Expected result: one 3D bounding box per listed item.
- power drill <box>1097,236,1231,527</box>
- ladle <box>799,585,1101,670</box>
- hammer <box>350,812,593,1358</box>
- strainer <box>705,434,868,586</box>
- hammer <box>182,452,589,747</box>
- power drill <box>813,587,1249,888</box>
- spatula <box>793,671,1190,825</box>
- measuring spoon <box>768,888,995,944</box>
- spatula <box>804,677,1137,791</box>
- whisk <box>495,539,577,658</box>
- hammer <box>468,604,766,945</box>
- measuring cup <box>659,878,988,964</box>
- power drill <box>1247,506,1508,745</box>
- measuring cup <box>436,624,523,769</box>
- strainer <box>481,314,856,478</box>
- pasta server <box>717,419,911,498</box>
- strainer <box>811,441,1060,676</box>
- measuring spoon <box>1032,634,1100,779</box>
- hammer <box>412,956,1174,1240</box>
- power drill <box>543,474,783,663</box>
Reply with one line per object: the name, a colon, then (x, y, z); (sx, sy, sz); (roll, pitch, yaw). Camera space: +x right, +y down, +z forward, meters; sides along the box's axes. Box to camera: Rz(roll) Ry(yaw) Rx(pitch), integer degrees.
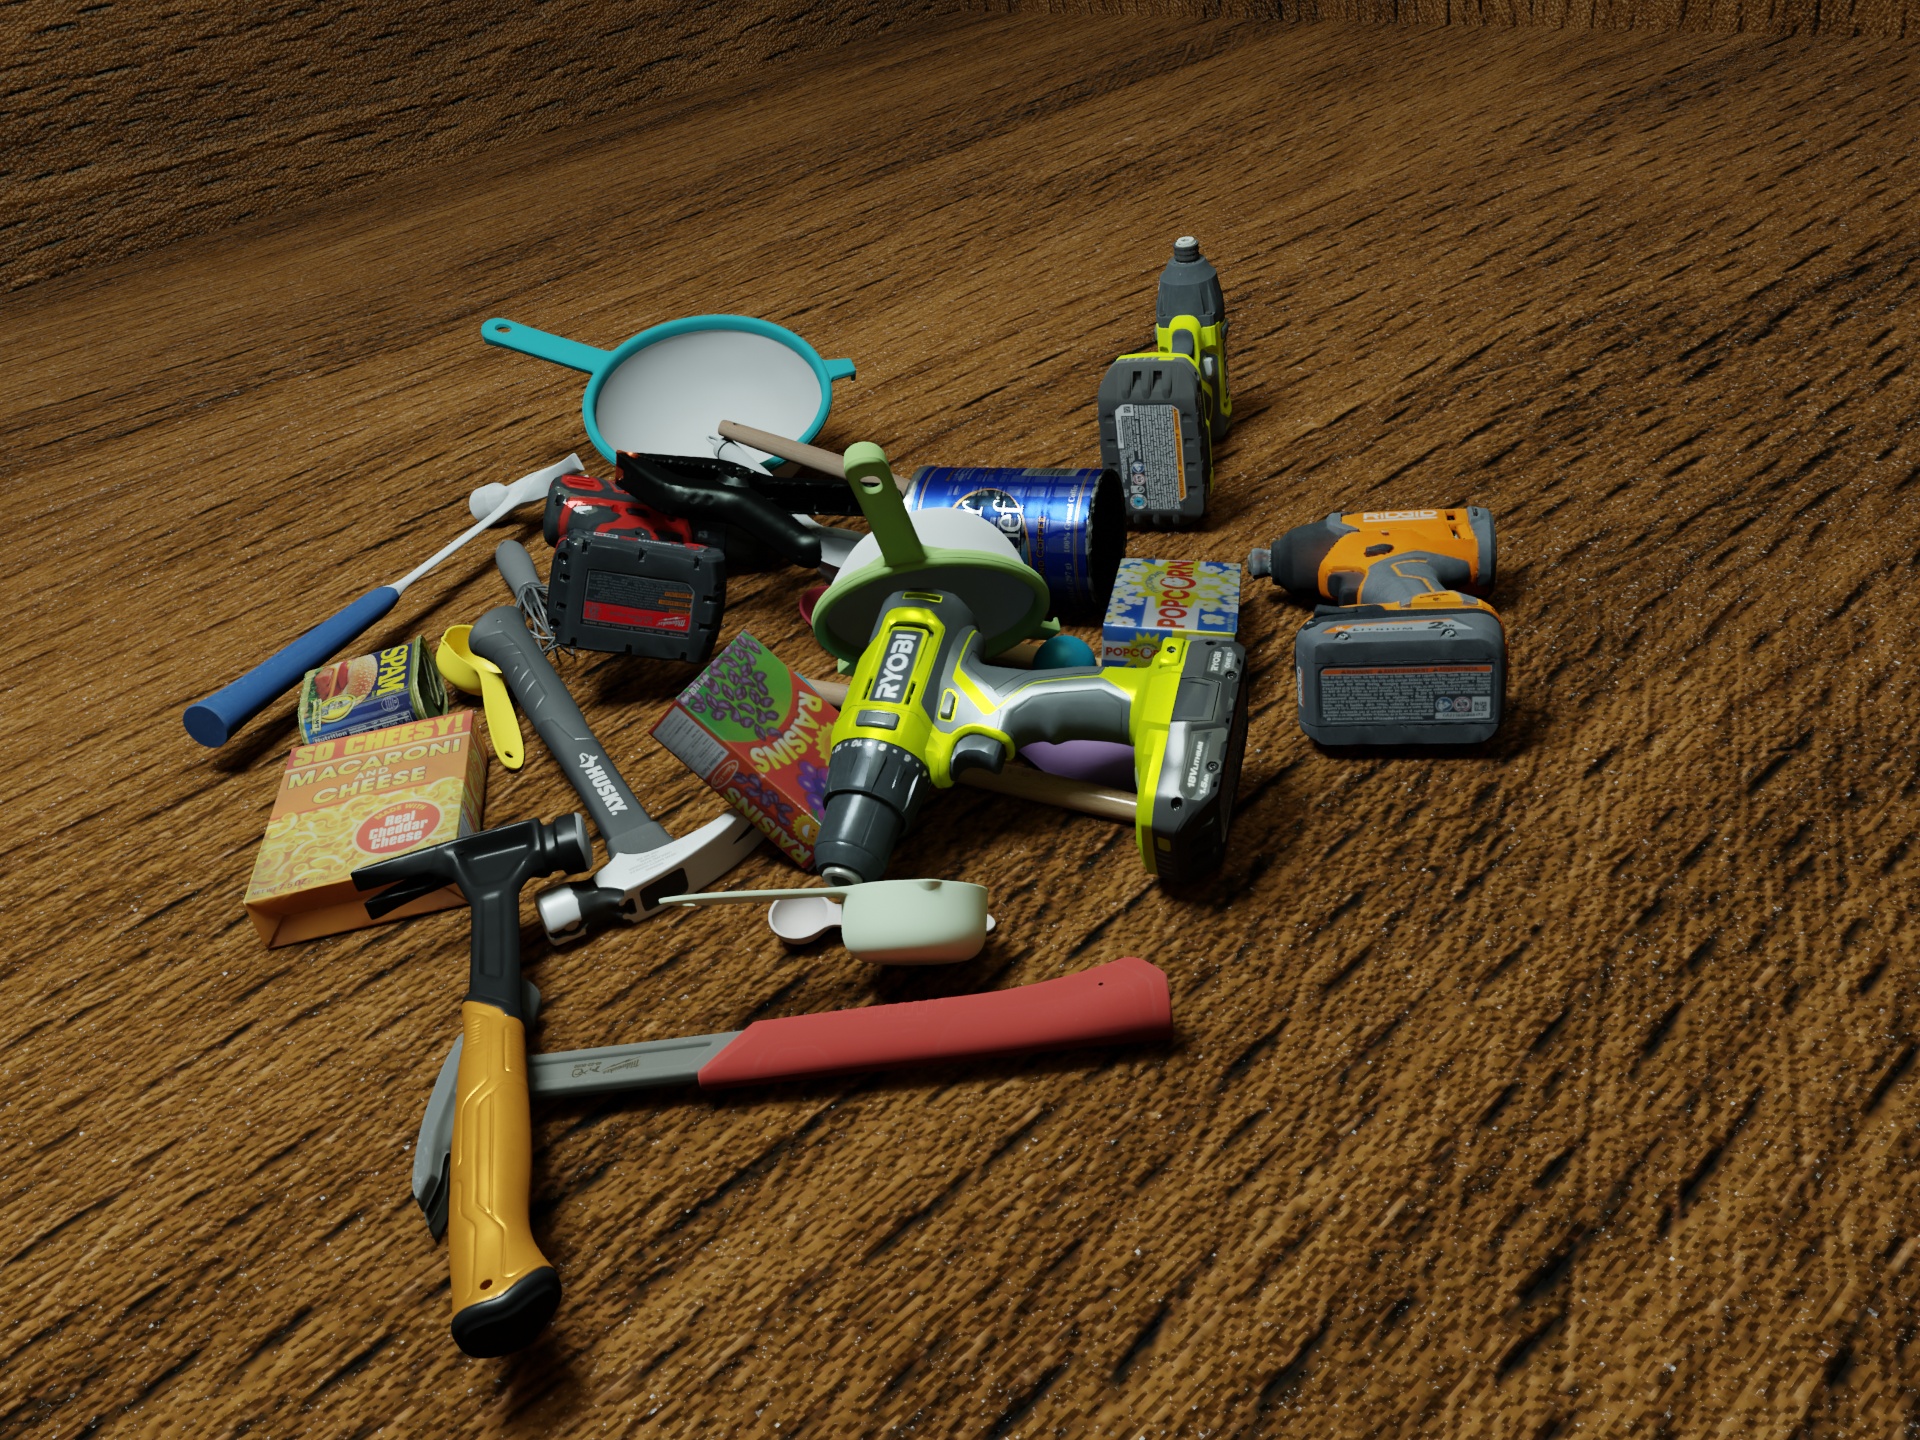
power drill: (0.171, -0.268, 1.264); (0.080, 0.171, 0.223); (2, 37, 18)
ladle: (0.025, -0.049, 1.087); (0.315, 0.031, 0.069); (13, 35, 28)
hammer: (-0.230, 0.158, 0.755); (0.127, 0.034, 0.337); (-15, 33, -8)
strainer: (-0.124, -0.157, 1.232); (0.087, 0.050, 0.259); (-9, 42, -45)
hammer: (-0.436, -0.104, 1.237); (0.144, 0.035, 0.406); (-13, 26, 32)
power drill: (0.036, 0.020, 0.889); (0.228, 0.080, 0.191); (6, 55, 17)
spatula: (0.000, 0.019, 0.970); (0.318, 0.044, 0.082); (12, 11, 27)
measuring spoon: (-0.043, 0.112, 0.867); (0.124, 0.018, 0.034); (2, 45, 5)
spatula: (-0.002, -0.003, 1.018); (0.316, 0.018, 0.060); (10, 65, 32)
whisk: (-0.335, -0.102, 1.244); (0.055, 0.055, 0.239); (-20, 30, -16)
hammer: (-0.245, 0.011, 1.024); (0.146, 0.035, 0.335); (-22, 40, -20)
measuring cup: (-0.067, 0.104, 0.804); (0.167, 0.038, 0.083); (0, -14, -13)
power drill: (0.262, -0.070, 1.014); (0.164, 0.084, 0.227); (-1, 29, 14)
measuring cup: (-0.332, -0.010, 1.115); (0.062, 0.029, 0.157); (14, 32, -37)
strainer: (-0.271, -0.271, 1.400); (0.340, 0.095, 0.211); (20, 56, 17)
pasta server: (-0.045, -0.189, 1.242); (0.316, 0.040, 0.060); (20, 27, 11)
strainer: (-0.032, -0.112, 0.966); (0.151, 0.256, 0.069); (-11, 65, 7)
measuring spoon: (0.072, -0.013, 1.003); (0.042, 0.021, 0.129); (-13, 43, 1)
hammer: (-0.077, 0.164, 0.768); (0.359, 0.036, 0.149); (-7, 32, 4)
power drill: (-0.216, -0.120, 1.176); (0.187, 0.080, 0.227); (7, 21, -14)
